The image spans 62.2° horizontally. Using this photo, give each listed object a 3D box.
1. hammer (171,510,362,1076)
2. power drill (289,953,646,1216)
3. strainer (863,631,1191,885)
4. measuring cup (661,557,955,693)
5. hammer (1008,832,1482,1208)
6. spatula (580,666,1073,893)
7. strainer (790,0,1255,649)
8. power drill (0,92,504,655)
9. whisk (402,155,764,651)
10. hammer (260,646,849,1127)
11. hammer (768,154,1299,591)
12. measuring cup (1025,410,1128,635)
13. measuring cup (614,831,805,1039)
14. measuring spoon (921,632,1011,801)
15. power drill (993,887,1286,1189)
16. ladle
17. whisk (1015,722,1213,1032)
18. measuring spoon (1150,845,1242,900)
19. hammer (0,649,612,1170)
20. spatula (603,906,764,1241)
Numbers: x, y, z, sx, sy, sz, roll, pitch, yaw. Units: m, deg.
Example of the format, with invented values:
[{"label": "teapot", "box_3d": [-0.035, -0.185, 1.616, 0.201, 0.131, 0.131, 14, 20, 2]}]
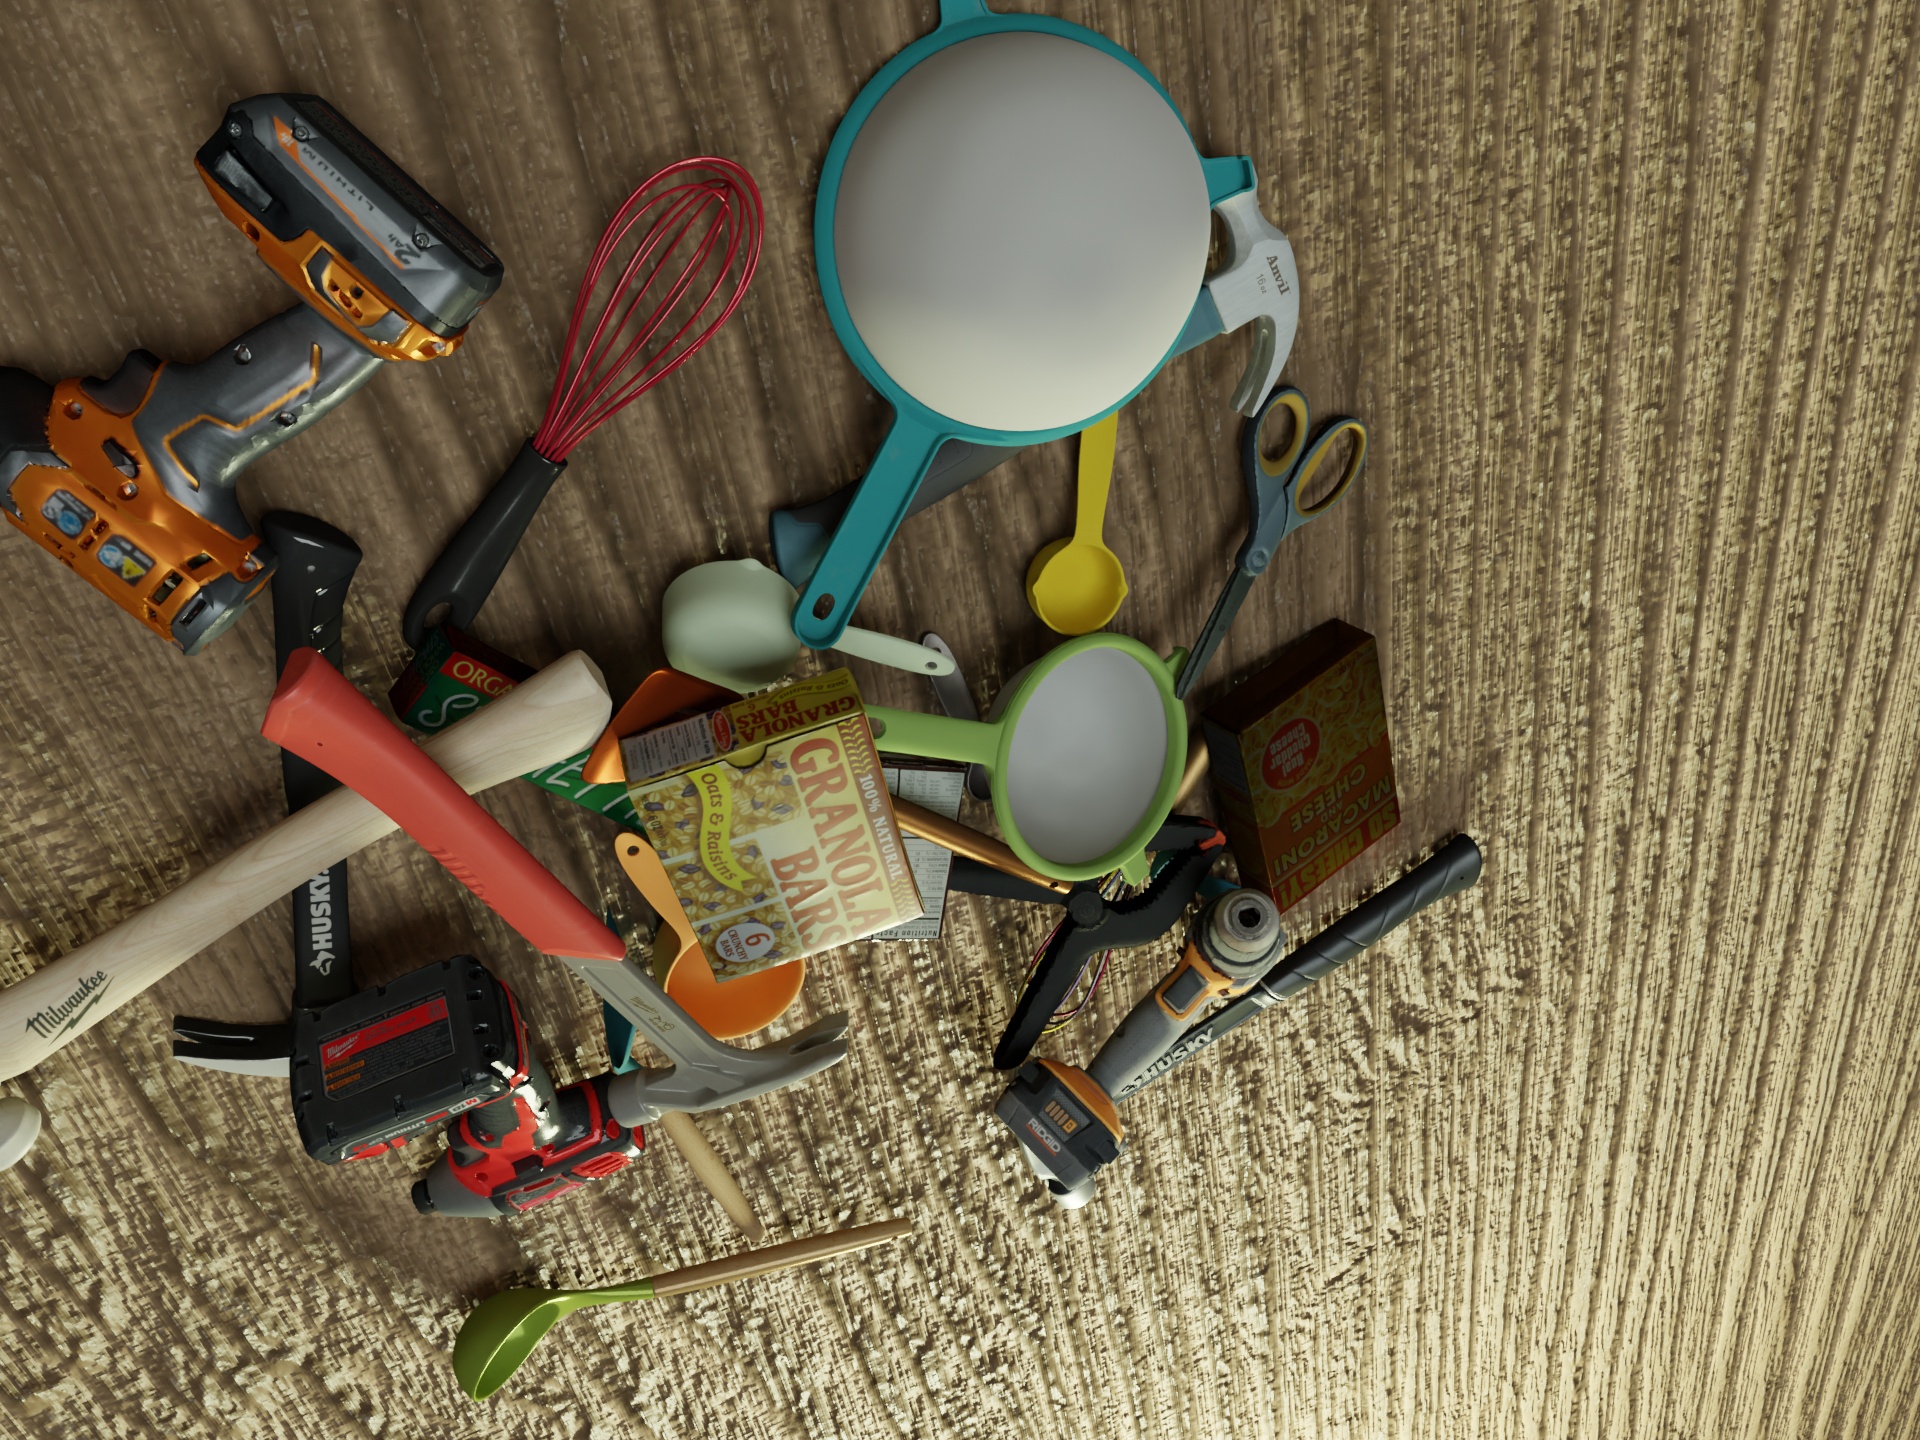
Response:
[{"label": "hammer", "box_3d": [-0.343, 0.050, 0.833, 0.146, 0.035, 0.334, -4, 120, -24]}, {"label": "power drill", "box_3d": [-0.281, 0.226, 0.909, 0.143, 0.079, 0.219, -22, 147, -2]}, {"label": "strainer", "box_3d": [0.021, 0.011, 0.939, 0.256, 0.069, 0.151, 8, 95, -36]}, {"label": "measuring cup", "box_3d": [-0.081, -0.037, 0.868, 0.167, 0.038, 0.083, 13, 137, -16]}, {"label": "hammer", "box_3d": [0.214, 0.206, 1.182, 0.409, 0.036, 0.149, -33, 126, -4]}, {"label": "spatula", "box_3d": [-0.056, 0.048, 0.892, 0.322, 0.041, 0.081, 25, 116, -32]}, {"label": "strainer", "box_3d": [0.010, -0.179, 0.781, 0.210, 0.095, 0.340, 26, 97, -22]}, {"label": "power drill", "box_3d": [-0.327, -0.158, 0.682, 0.164, 0.084, 0.226, 42, 101, -19]}, {"label": "whisk", "box_3d": [-0.191, -0.146, 0.775, 0.073, 0.073, 0.295, 27, 111, -34]}, {"label": "hammer", "box_3d": [-0.204, 0.091, 0.800, 0.149, 0.037, 0.358, -22, 130, 16]}, {"label": "hammer", "box_3d": [0.039, -0.171, 0.870, 0.331, 0.033, 0.128, -30, 114, -3]}, {"label": "measuring cup", "box_3d": [0.071, -0.128, 0.929, 0.062, 0.029, 0.156, -1, 107, -21]}, {"label": "measuring cup", "box_3d": [-0.161, 0.114, 0.945, 0.095, 0.052, 0.173, -32, 125, -4]}, {"label": "measuring spoon", "box_3d": [-0.002, -0.003, 0.973, 0.034, 0.018, 0.124, -37, 122, -22]}, {"label": "power drill", "box_3d": [0.126, 0.200, 1.040, 0.226, 0.084, 0.185, -44, 166, -9]}, {"label": "ladle", "box_3d": [-0.182, 0.394, 1.090, 0.320, 0.062, 0.078, -7, 142, -19]}, {"label": "whisk", "box_3d": [0.109, 0.109, 1.072, 0.047, 0.051, 0.245, 31, 100, 0]}, {"label": "measuring spoon", "box_3d": [0.175, 0.113, 1.123, 0.042, 0.021, 0.128, -47, 136, 16]}, {"label": "hammer", "box_3d": [-0.361, 0.076, 0.783, 0.410, 0.038, 0.146, -31, 132, -1]}, {"label": "spatula", "box_3d": [-0.174, 0.250, 1.019, 0.044, 0.082, 0.317, -26, 133, -7]}]
